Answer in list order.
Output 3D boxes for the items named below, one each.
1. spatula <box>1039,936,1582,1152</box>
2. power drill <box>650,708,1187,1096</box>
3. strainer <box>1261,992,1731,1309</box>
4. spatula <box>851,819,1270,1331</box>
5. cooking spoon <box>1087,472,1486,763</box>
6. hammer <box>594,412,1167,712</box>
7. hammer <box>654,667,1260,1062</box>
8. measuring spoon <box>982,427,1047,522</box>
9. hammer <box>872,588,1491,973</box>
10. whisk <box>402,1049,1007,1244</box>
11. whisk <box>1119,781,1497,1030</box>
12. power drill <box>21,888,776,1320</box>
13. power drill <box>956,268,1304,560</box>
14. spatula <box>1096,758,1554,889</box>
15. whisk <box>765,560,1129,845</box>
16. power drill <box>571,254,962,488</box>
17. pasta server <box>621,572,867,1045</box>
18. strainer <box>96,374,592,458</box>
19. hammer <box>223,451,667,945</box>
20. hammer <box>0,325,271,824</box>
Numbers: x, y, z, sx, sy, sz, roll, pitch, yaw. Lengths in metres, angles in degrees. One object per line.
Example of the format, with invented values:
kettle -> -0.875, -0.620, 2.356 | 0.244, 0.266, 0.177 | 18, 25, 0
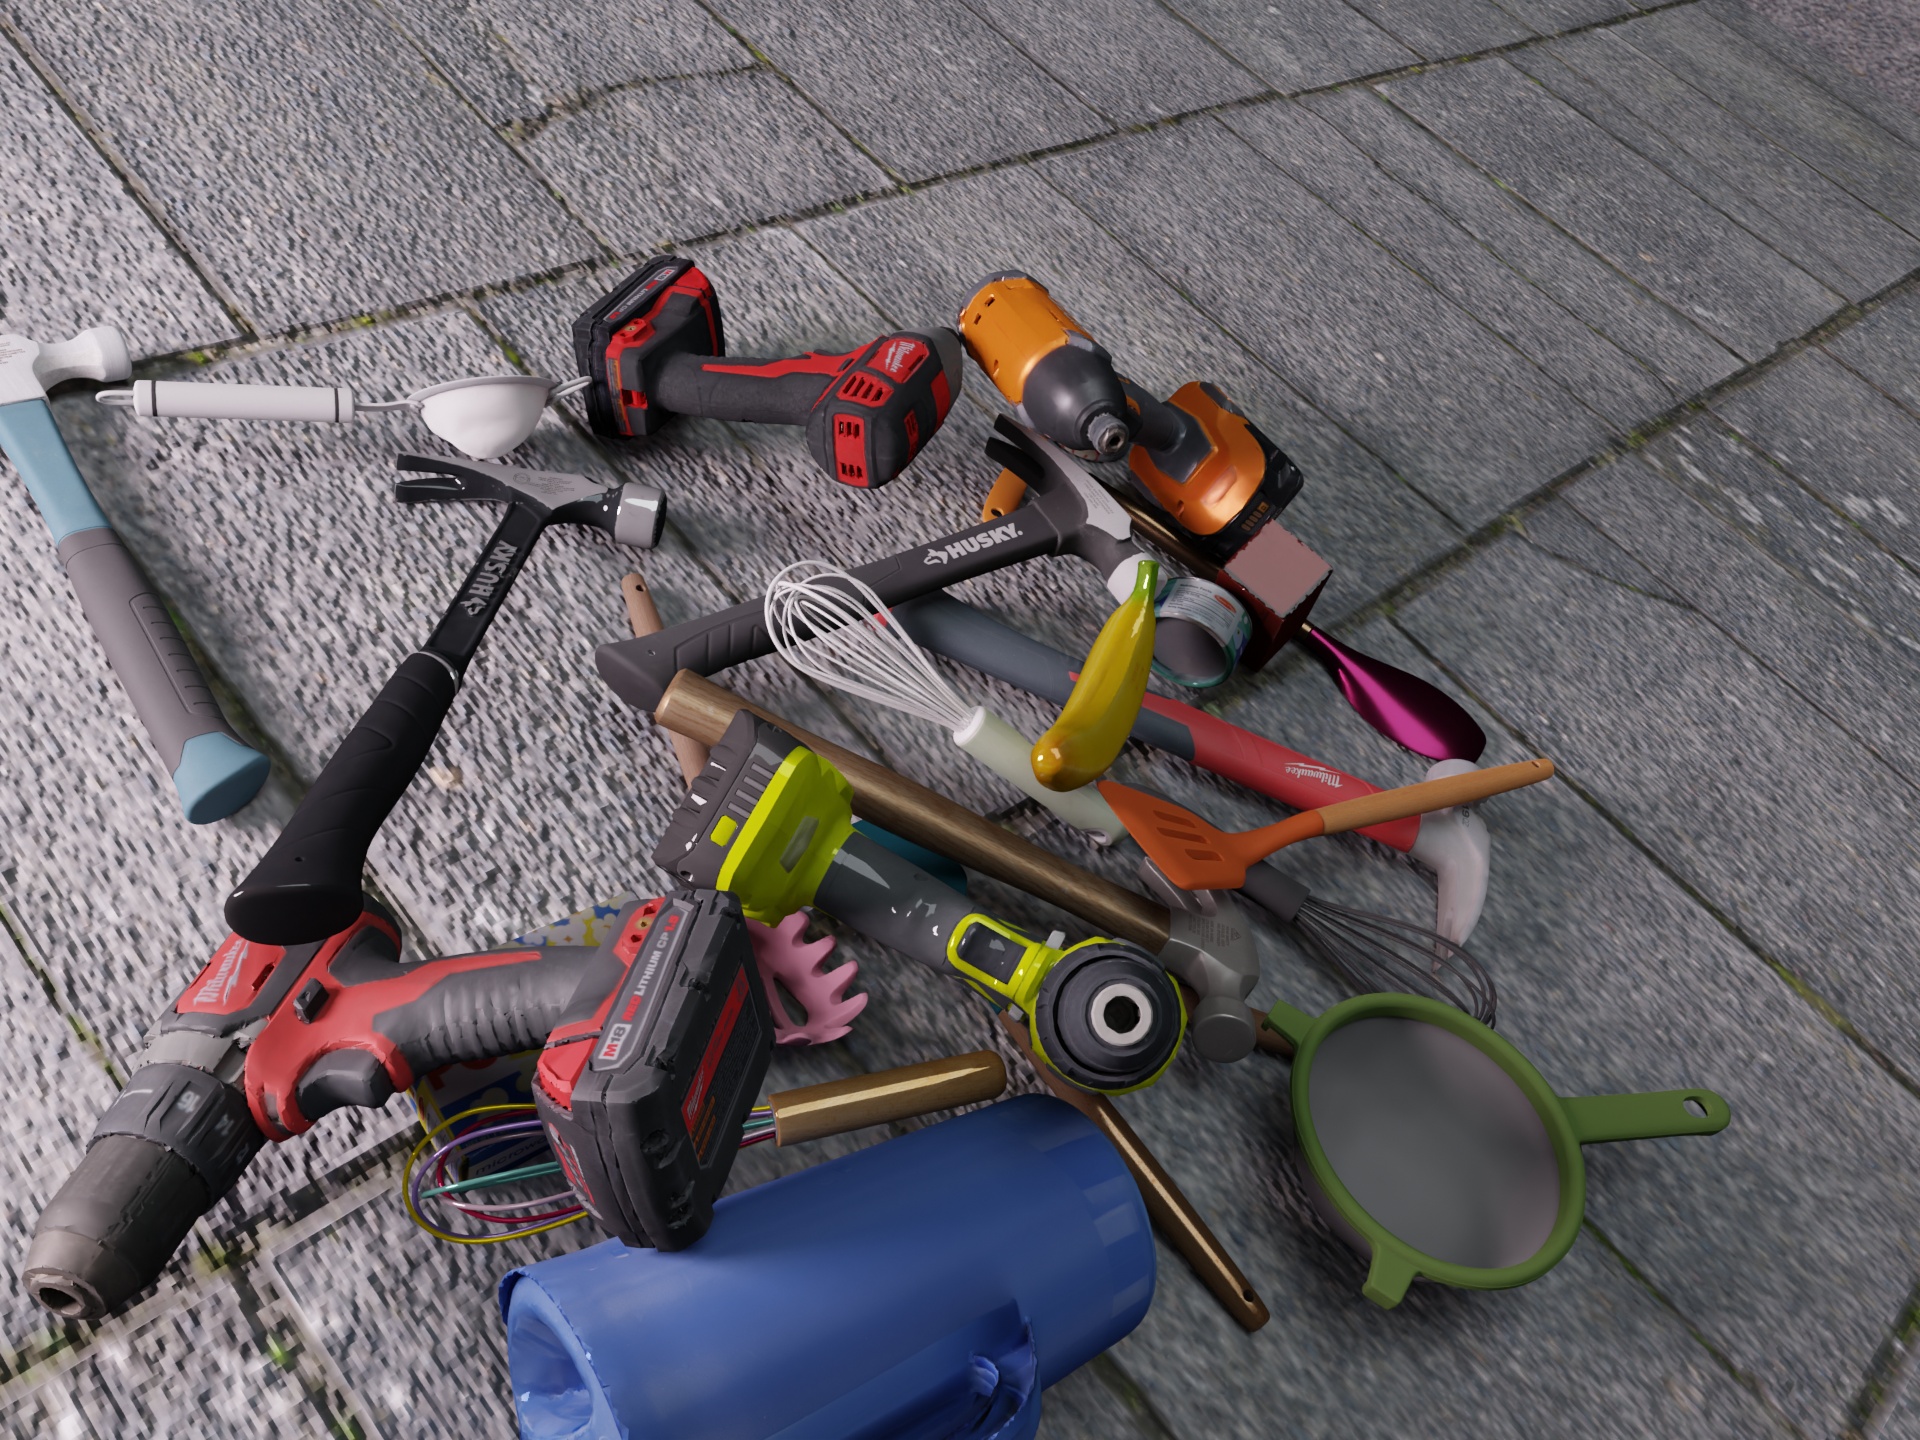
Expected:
spatula -> 0.182, 0.168, 0.831 | 0.316, 0.018, 0.060 | 20, 44, -6
power drill -> -0.010, 0.086, 0.674 | 0.228, 0.190, 0.080 | 29, 81, 7
strainer -> 0.267, 0.214, 0.791 | 0.256, 0.069, 0.152 | 2, 49, -22
spatula -> 0.037, 0.164, 0.777 | 0.082, 0.044, 0.318 | -26, 68, -38
cooking spoon -> 0.208, -0.071, 1.050 | 0.319, 0.017, 0.069 | 36, 49, 10
hammer -> -0.048, -0.080, 0.896 | 0.334, 0.035, 0.146 | -22, 65, -30
hammer -> 0.003, 0.057, 0.806 | 0.331, 0.031, 0.130 | 26, 29, -7
measuring spoon -> 0.037, -0.165, 1.069 | 0.021, 0.011, 0.117 | 24, 46, 0
hammer -> 0.126, 0.016, 0.929 | 0.386, 0.038, 0.143 | 23, 48, -2
whisk -> -0.097, 0.163, 0.643 | 0.245, 0.051, 0.047 | -8, 62, -18
whisk -> 0.185, 0.101, 0.872 | 0.239, 0.055, 0.055 | 32, 47, 14
power drill -> -0.198, 0.135, 0.574 | 0.227, 0.080, 0.188 | 0, 35, 13
power drill -> 0.113, -0.183, 0.996 | 0.226, 0.084, 0.164 | 22, 26, -40
spatula -> 0.219, 0.047, 0.884 | 0.322, 0.041, 0.081 | -10, 44, -29
whisk -> -0.001, -0.003, 0.843 | 0.246, 0.058, 0.059 | 35, 66, -22
power drill -> -0.109, -0.212, 0.961 | 0.220, 0.078, 0.143 | 15, 44, 18
pasta server -> -0.125, 0.035, 0.813 | 0.060, 0.040, 0.317 | -1, 50, -33
strainer -> -0.334, -0.172, 0.883 | 0.258, 0.087, 0.050 | -2, 85, -23
hammer -> -0.248, -0.033, 0.752 | 0.149, 0.036, 0.409 | 12, 31, -5
hammer -> -0.430, -0.080, 0.797 | 0.128, 0.033, 0.331 | -22, 61, -35
